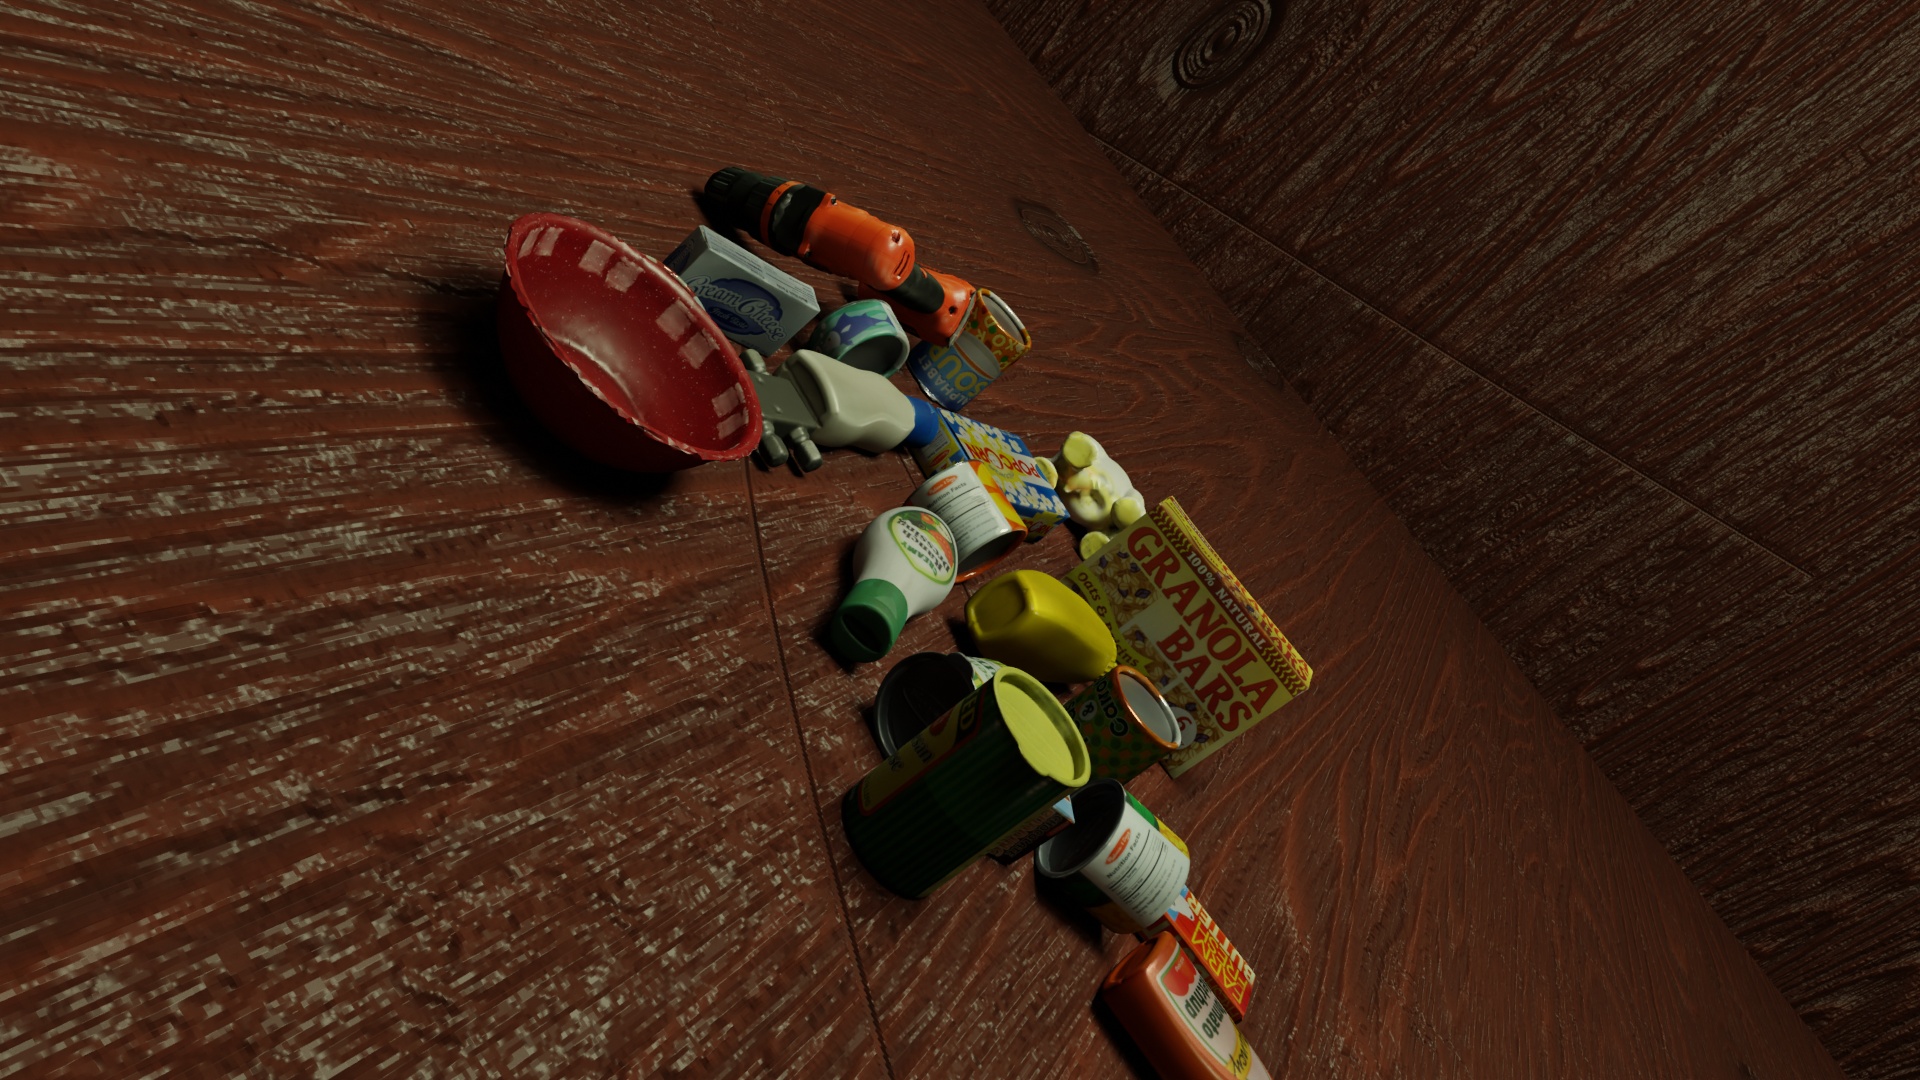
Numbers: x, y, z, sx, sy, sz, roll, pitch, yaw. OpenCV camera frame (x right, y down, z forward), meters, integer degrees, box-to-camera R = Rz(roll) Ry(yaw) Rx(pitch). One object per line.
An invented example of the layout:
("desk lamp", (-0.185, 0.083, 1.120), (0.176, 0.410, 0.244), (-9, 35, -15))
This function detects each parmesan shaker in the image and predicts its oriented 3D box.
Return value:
("parmesan shaker", (0.001, 0.117, 0.660), (0.071, 0.103, 0.071), (42, 22, -21))

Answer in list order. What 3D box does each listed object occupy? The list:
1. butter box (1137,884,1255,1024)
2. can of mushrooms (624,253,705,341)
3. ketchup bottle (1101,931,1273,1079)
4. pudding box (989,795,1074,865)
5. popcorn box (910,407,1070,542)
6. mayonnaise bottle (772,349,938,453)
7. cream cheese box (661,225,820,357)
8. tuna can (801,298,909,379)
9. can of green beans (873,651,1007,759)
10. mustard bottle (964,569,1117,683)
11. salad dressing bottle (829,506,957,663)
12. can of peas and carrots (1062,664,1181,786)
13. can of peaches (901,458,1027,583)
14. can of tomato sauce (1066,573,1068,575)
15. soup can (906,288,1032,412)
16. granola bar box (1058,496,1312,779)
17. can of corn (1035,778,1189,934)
("butter box", (0.134, 0.237, 0.830), (0.103, 0.024, 0.053), (52, 21, 5))
("can of mushrooms", (-0.182, -0.134, 0.808), (0.071, 0.033, 0.071), (41, 24, -22))
("ketchup bottle", (0.136, 0.283, 0.733), (0.149, 0.043, 0.065), (54, 21, 8))
("pudding box", (0.031, 0.130, 0.769), (0.030, 0.049, 0.084), (39, 24, -30))
("popcorn box", (0.022, -0.048, 1.059), (0.127, 0.038, 0.085), (12, 42, -57))
("mayonnaise bottle", (-0.066, -0.089, 0.954), (0.148, 0.041, 0.065), (8, 48, -61))
("cream cheese box", (-0.145, -0.159, 0.895), (0.104, 0.053, 0.024), (23, 36, -49))
("tuna can", (-0.074, -0.136, 0.985), (0.071, 0.071, 0.033), (13, 43, -57))
("can of green beans", (-0.003, 0.094, 0.740), (0.058, 0.071, 0.071), (14, 41, -57))
("mustard bottle", (0.065, 0.066, 0.930), (0.160, 0.065, 0.049), (30, 34, -53))
("salad dressing bottle", (-0.040, 0.025, 0.811), (0.064, 0.044, 0.148), (46, 22, -7))
("can of peas and carrots", (0.100, 0.122, 0.905), (0.071, 0.058, 0.071), (42, 22, -21))
("can of peaches", (0.003, -0.012, 0.927), (0.058, 0.071, 0.071), (57, 22, 16))
("can of tomato sauce", (0.133, 0.028, 1.091), (0.071, 0.083, 0.071), (42, 23, -22))
("soup can", (0.007, -0.156, 1.145), (0.071, 0.083, 0.072), (41, 23, -22))
("granola bar box", (0.154, 0.070, 1.007), (0.165, 0.124, 0.039), (52, 22, 4))
("can of corn", (0.084, 0.177, 0.780), (0.058, 0.071, 0.071), (44, 22, -18))
